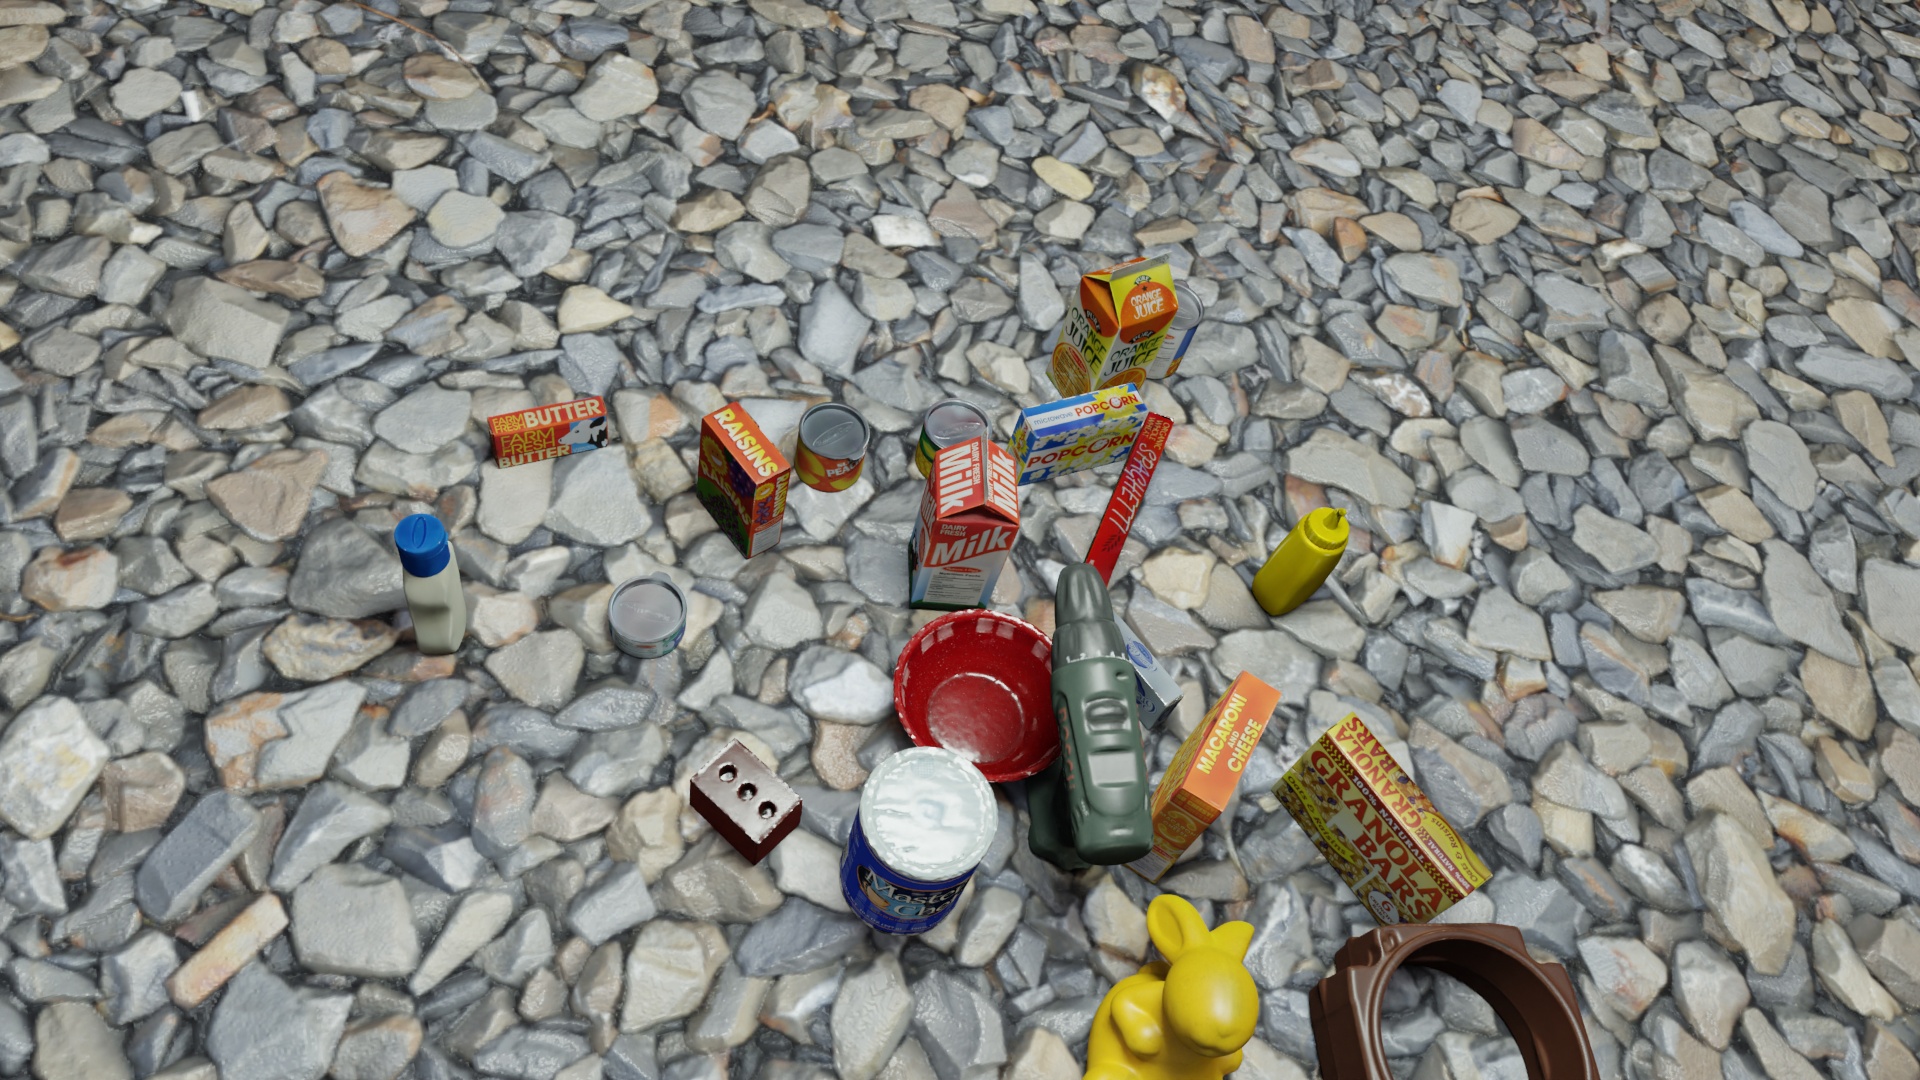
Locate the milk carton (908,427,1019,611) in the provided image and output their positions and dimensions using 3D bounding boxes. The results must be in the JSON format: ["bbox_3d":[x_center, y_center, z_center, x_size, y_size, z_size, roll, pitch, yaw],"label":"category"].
[{"bbox_3d":[0.004,-0.015,1.210,0.073,0.189,0.072,5,57,-10],"label":"milk carton"}]

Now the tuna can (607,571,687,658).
[{"bbox_3d":[-0.268,0.064,1.192,0.071,0.032,0.071,6,56,-9],"label":"tuna can"}]

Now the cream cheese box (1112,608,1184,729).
[{"bbox_3d":[0.152,0.115,1.242,0.024,0.053,0.104,-29,68,-27],"label":"cream cheese box"}]

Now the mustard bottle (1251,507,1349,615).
[{"bbox_3d":[0.323,0.011,1.284,0.065,0.159,0.049,-26,67,-26],"label":"mustard bottle"}]

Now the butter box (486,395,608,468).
[{"bbox_3d":[-0.373,-0.099,1.262,0.104,0.052,0.024,-14,62,-21],"label":"butter box"}]

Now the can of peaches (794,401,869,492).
[{"bbox_3d":[-0.120,-0.086,1.308,0.071,0.057,0.071,6,56,-9],"label":"can of peaches"}]

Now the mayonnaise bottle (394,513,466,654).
[{"bbox_3d":[-0.422,0.032,1.107,0.041,0.147,0.065,0,58,-13],"label":"mayonnaise bottle"}]

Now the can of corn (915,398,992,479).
[{"bbox_3d":[-0.006,-0.092,1.338,0.071,0.058,0.071,6,56,-9],"label":"can of corn"}]

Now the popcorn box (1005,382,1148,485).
[{"bbox_3d":[0.111,-0.103,1.356,0.127,0.084,0.038,-15,62,-21],"label":"popcorn box"}]

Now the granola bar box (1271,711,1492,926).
[{"bbox_3d":[0.346,0.241,1.161,0.039,0.123,0.166,-27,67,-26],"label":"granola bar box"}]

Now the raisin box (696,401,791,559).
[{"bbox_3d":[-0.193,-0.052,1.230,0.040,0.122,0.086,-30,68,-27],"label":"raisin box"}]

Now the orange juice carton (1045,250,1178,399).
[{"bbox_3d":[0.152,-0.209,1.370,0.072,0.191,0.073,-21,64,-24],"label":"orange juice carton"}]

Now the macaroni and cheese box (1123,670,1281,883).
[{"bbox_3d":[0.192,0.195,1.131,0.040,0.165,0.124,31,56,8],"label":"macaroni and cheese box"}]

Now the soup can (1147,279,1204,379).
[{"bbox_3d":[0.212,-0.222,1.457,0.071,0.083,0.072,6,57,-9],"label":"soup can"}]

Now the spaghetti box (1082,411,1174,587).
[{"bbox_3d":[0.152,-0.022,1.334,0.029,0.050,0.251,24,55,3],"label":"spaghetti box"}]
